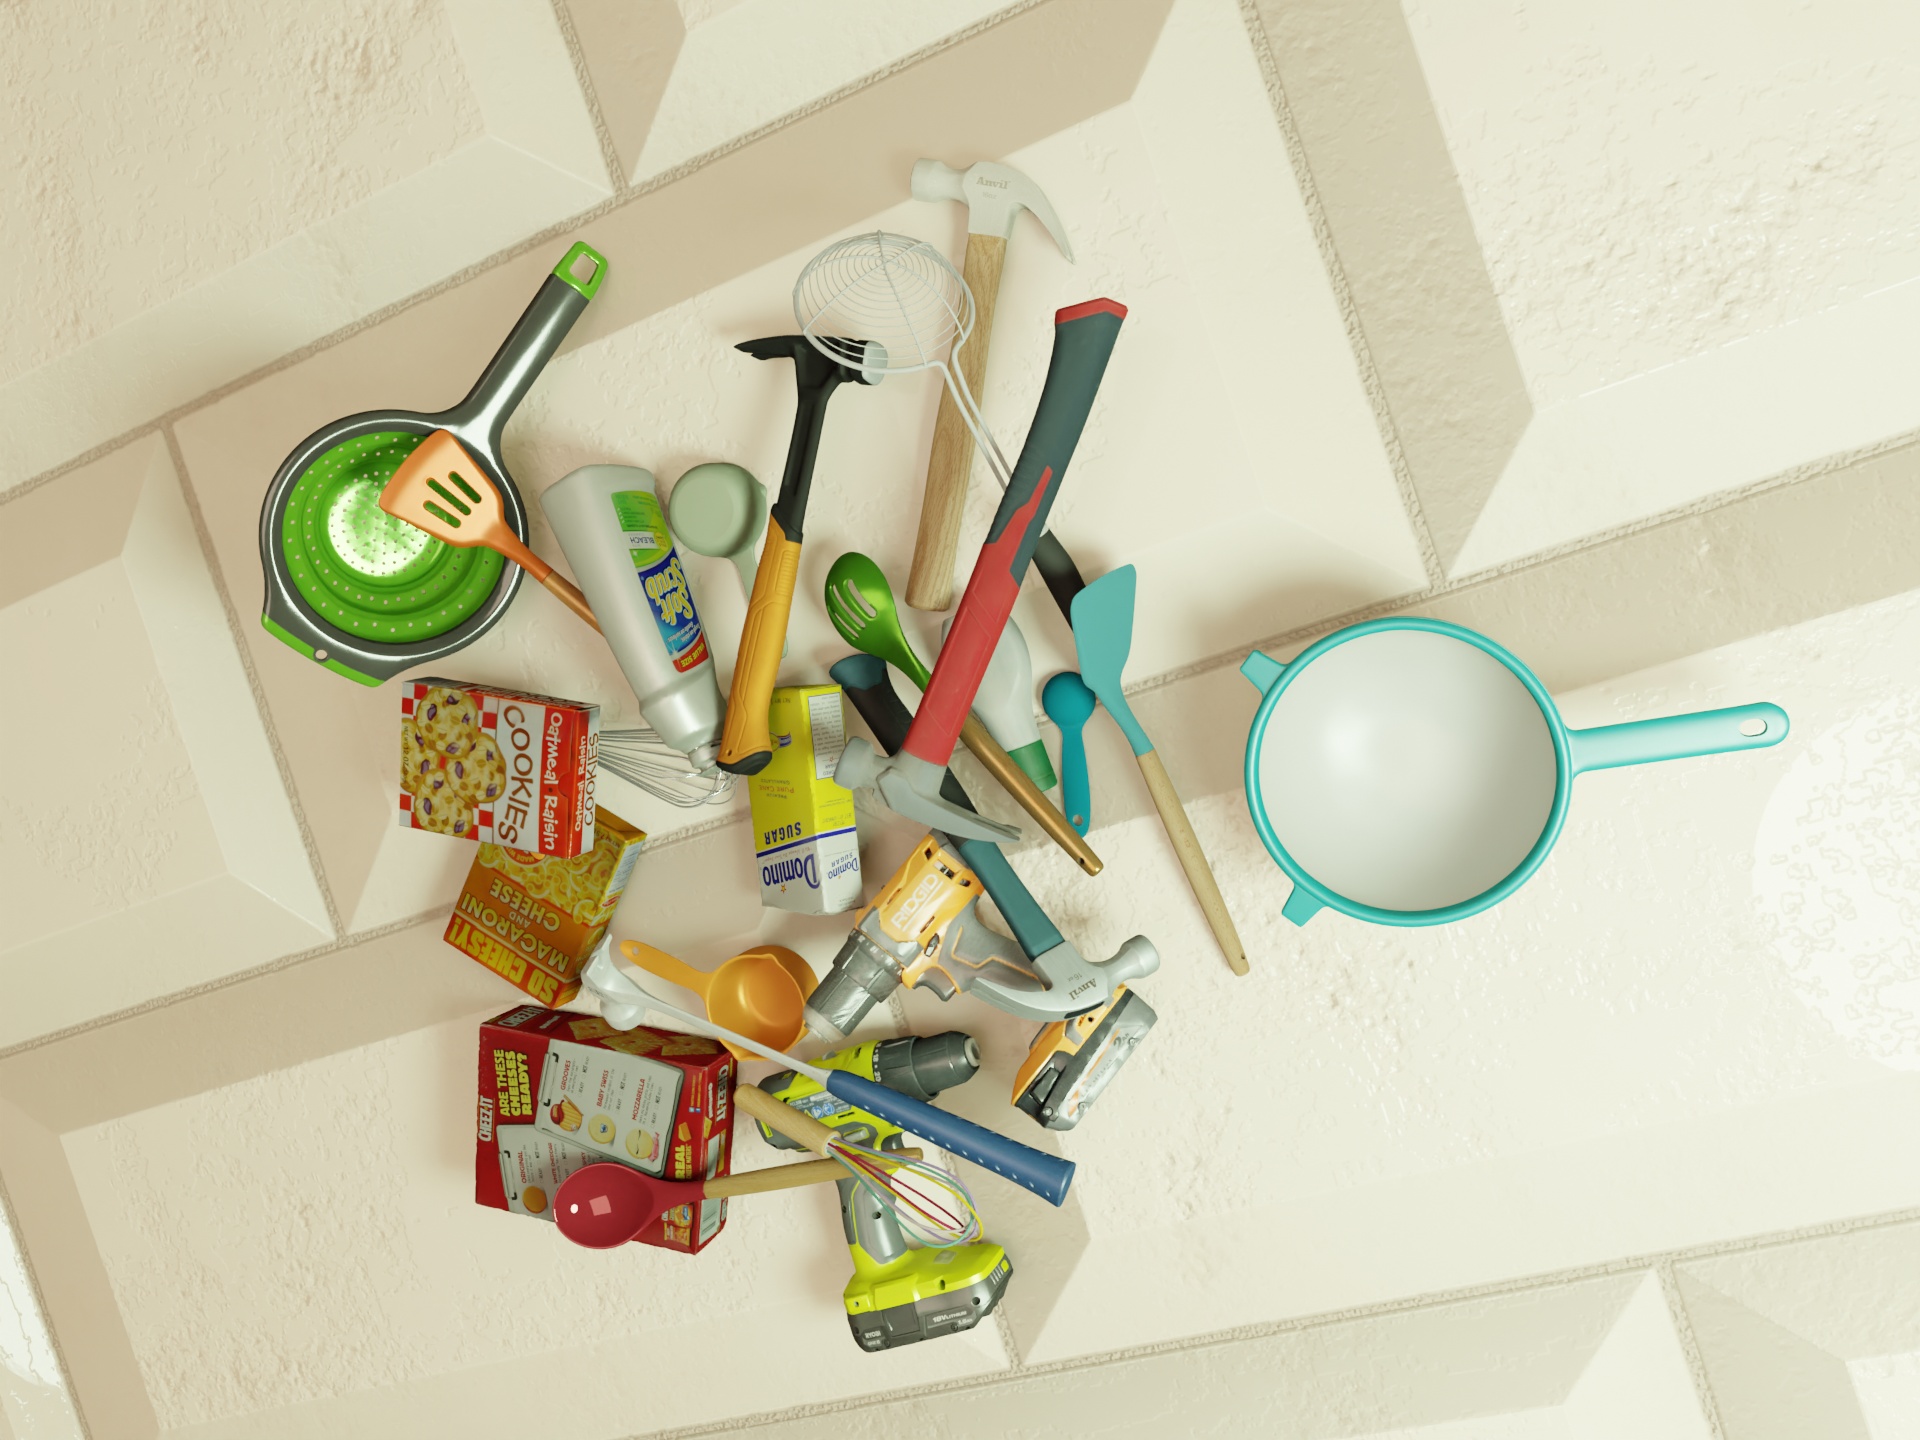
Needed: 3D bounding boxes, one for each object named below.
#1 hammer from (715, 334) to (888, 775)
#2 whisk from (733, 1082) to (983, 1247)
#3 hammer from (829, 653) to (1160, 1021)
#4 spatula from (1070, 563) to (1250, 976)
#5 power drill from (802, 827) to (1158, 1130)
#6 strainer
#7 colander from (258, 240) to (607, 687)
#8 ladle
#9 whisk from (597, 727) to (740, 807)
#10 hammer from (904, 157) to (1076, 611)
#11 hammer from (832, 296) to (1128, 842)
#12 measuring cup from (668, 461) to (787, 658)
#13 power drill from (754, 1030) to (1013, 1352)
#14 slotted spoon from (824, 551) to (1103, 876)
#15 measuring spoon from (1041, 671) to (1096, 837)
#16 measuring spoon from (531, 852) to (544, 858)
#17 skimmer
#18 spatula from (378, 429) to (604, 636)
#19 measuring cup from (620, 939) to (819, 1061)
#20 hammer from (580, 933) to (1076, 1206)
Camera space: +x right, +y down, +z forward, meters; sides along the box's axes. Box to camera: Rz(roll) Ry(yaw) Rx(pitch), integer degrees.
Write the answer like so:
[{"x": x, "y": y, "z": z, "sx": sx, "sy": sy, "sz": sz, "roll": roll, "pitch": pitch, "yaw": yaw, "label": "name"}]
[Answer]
[{"x": -0.143, "y": -0.126, "z": 1.206, "sx": 0.127, "sy": 0.034, "sz": 0.337, "roll": 10, "pitch": 89, "yaw": 31, "label": "hammer"}, {"x": -0.081, "y": 0.331, "z": 1.194, "sx": 0.245, "sy": 0.047, "sz": 0.051, "roll": 18, "pitch": 69, "yaw": 35, "label": "whisk"}, {"x": 0.004, "y": 0.079, "z": 1.187, "sx": 0.128, "sy": 0.033, "sz": 0.331, "roll": -27, "pitch": 68, "yaw": -20, "label": "hammer"}, {"x": 0.152, "y": 0.045, "z": 1.163, "sx": 0.044, "sy": 0.082, "sz": 0.317, "roll": -18, "pitch": 100, "yaw": 45, "label": "spatula"}, {"x": 0.010, "y": 0.214, "z": 1.194, "sx": 0.226, "sy": 0.084, "sz": 0.185, "roll": 38, "pitch": 79, "yaw": 11, "label": "power drill"}, {"x": 0.367, "y": 0.020, "z": 1.078, "sx": 0.340, "sy": 0.095, "sz": 0.211, "roll": -9, "pitch": 97, "yaw": 16, "label": "strainer"}, {"x": -0.419, "y": -0.222, "z": 1.301, "sx": 0.204, "sy": 0.095, "sz": 0.397, "roll": 35, "pitch": 88, "yaw": -30, "label": "colander"}, {"x": -0.177, "y": 0.364, "z": 1.252, "sx": 0.315, "sy": 0.031, "sz": 0.069, "roll": -13, "pitch": 88, "yaw": 16, "label": "ladle"}, {"x": -0.307, "y": 0.021, "z": 1.314, "sx": 0.285, "sy": 0.070, "sz": 0.070, "roll": 11, "pitch": 100, "yaw": 21, "label": "whisk"}, {"x": 0.004, "y": -0.246, "z": 1.194, "sx": 0.130, "sy": 0.031, "sz": 0.331, "roll": 13, "pitch": 101, "yaw": 16, "label": "hammer"}, {"x": 0.043, "y": -0.103, "z": 1.111, "sx": 0.143, "sy": 0.038, "sz": 0.386, "roll": 22, "pitch": 103, "yaw": 0, "label": "hammer"}, {"x": -0.178, "y": -0.126, "z": 1.261, "sx": 0.083, "sy": 0.038, "sz": 0.167, "roll": -24, "pitch": 87, "yaw": 19, "label": "measuring cup"}, {"x": -0.045, "y": 0.364, "z": 1.261, "sx": 0.190, "sy": 0.080, "sz": 0.228, "roll": -21, "pitch": 87, "yaw": 19, "label": "power drill"}, {"x": -0.002, "y": -0.004, "z": 1.188, "sx": 0.314, "sy": 0.031, "sz": 0.070, "roll": 48, "pitch": 129, "yaw": 12, "label": "slotted spoon"}, {"x": 0.084, "y": 0.028, "z": 1.205, "sx": 0.042, "sy": 0.021, "sz": 0.128, "roll": -4, "pitch": 94, "yaw": 18, "label": "measuring spoon"}, {"x": -0.371, "y": 0.061, "z": 1.318, "sx": 0.021, "sy": 0.011, "sz": 0.117, "roll": -24, "pitch": 86, "yaw": 20, "label": "measuring spoon"}, {"x": 0.010, "y": -0.187, "z": 1.158, "sx": 0.090, "sy": 0.127, "sz": 0.363, "roll": 2, "pitch": 127, "yaw": 58, "label": "skimmer"}, {"x": -0.313, "y": -0.099, "z": 1.274, "sx": 0.322, "sy": 0.041, "sz": 0.081, "roll": 40, "pitch": 85, "yaw": -5, "label": "spatula"}, {"x": -0.194, "y": 0.212, "z": 1.303, "sx": 0.174, "sy": 0.052, "sz": 0.095, "roll": 21, "pitch": 103, "yaw": 16, "label": "measuring cup"}, {"x": -0.107, "y": 0.265, "z": 1.191, "sx": 0.405, "sy": 0.144, "sz": 0.035, "roll": 20, "pitch": 63, "yaw": 14, "label": "hammer"}]
